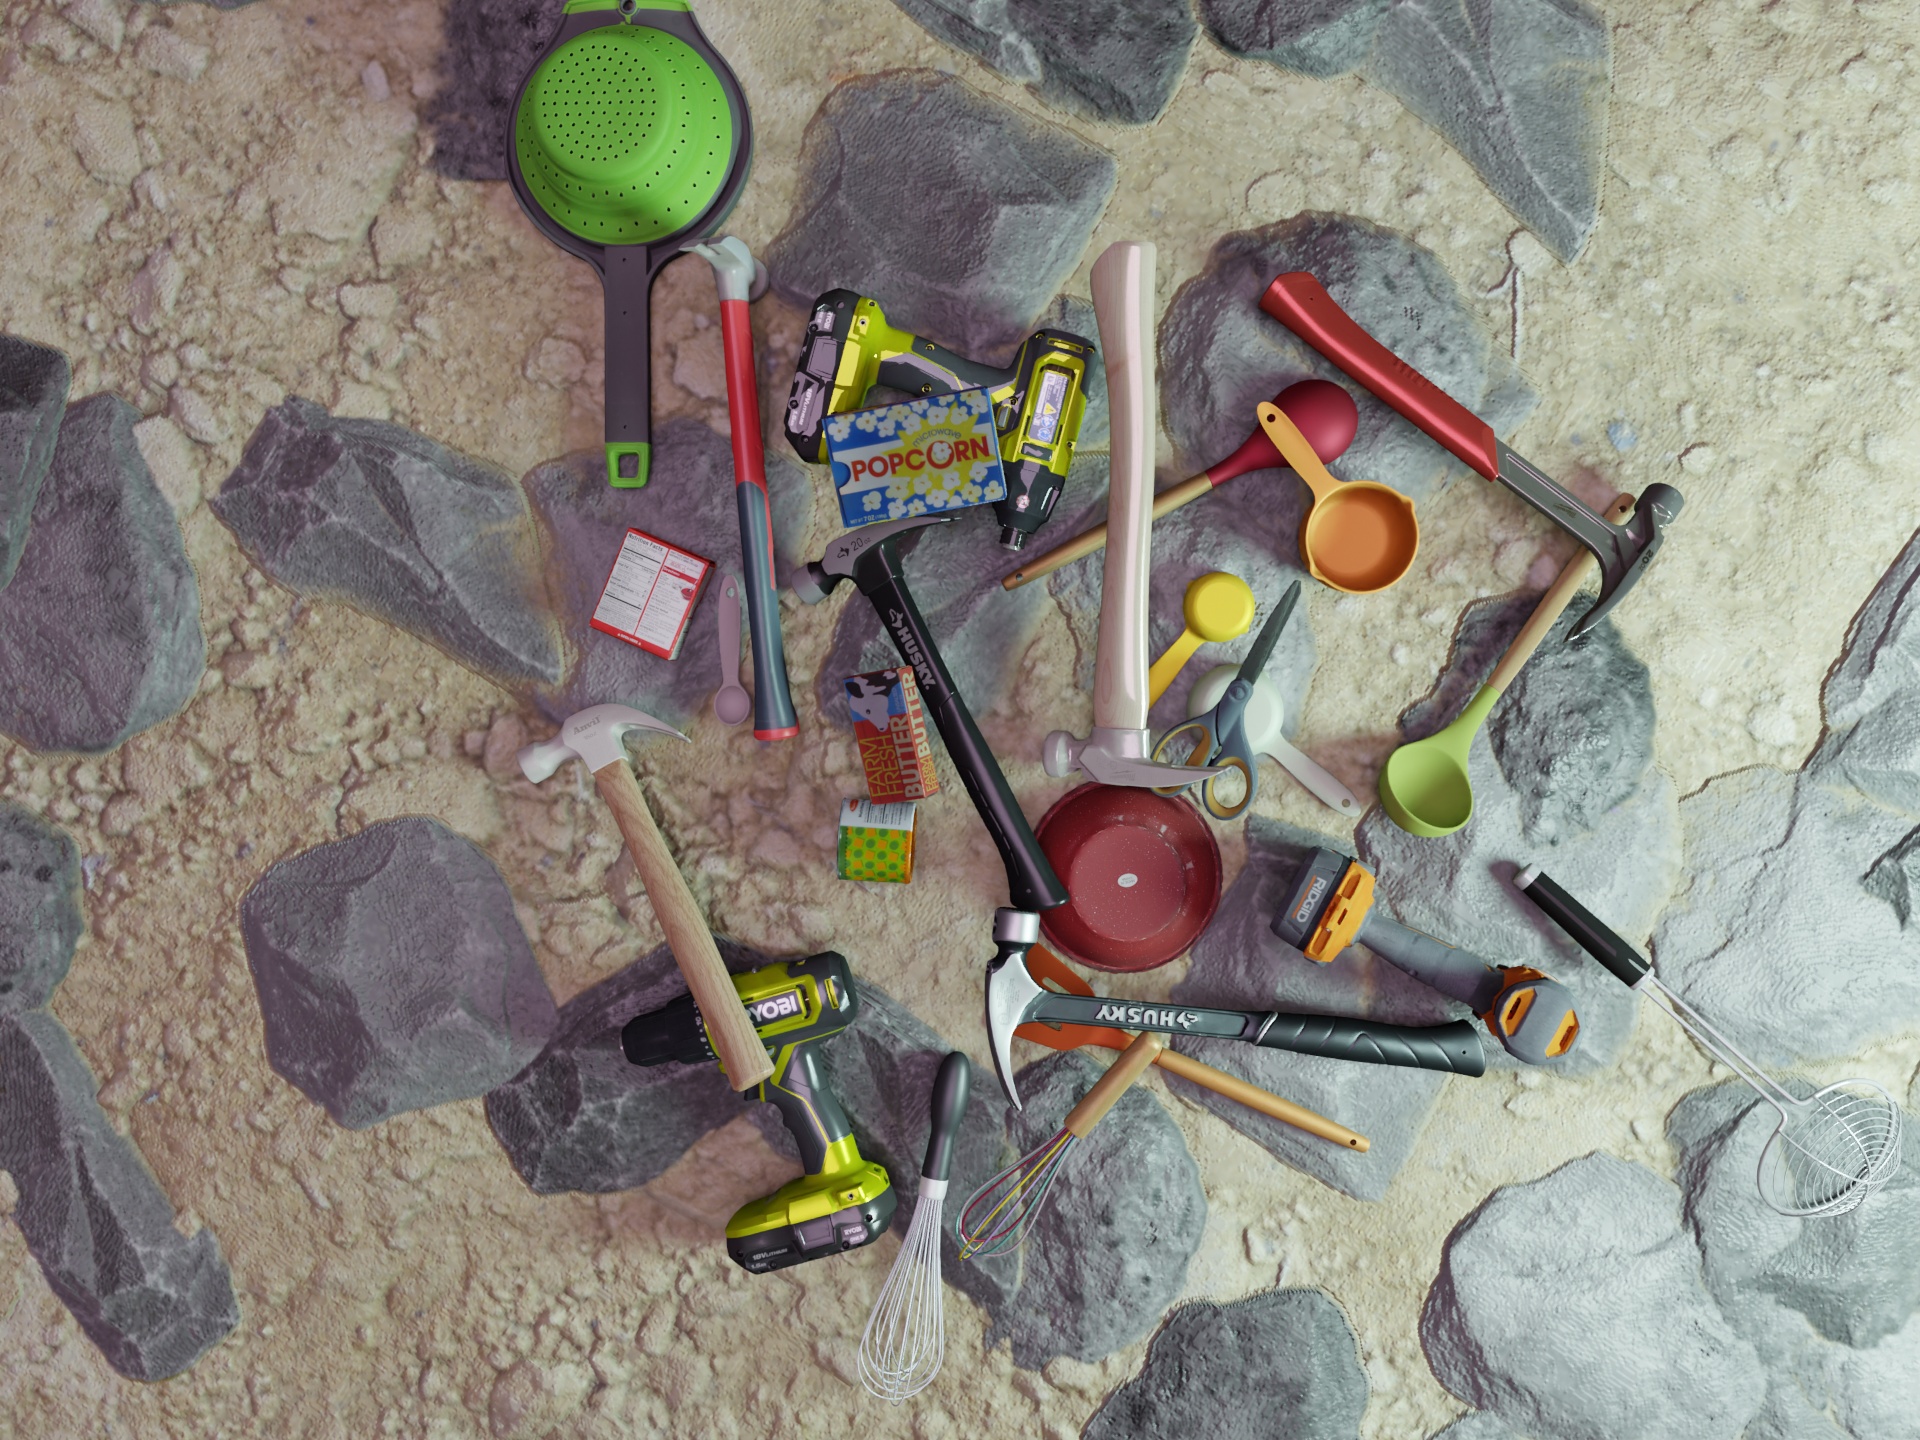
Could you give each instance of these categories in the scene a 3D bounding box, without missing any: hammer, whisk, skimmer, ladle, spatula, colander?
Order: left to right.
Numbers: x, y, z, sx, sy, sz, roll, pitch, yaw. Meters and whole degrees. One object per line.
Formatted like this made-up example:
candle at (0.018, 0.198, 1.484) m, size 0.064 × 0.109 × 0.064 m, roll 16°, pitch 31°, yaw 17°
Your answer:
colander at (-0.271, -0.386, 1.248) m, size 0.204 × 0.094 × 0.397 m, roll 0°, pitch 92°, yaw 3°
hammer at (-0.229, 0.134, 1.257) m, size 0.130 × 0.031 × 0.331 m, roll -29°, pitch 76°, yaw 2°
hammer at (-0.166, -0.175, 1.238) m, size 0.038 × 0.143 × 0.386 m, roll -4°, pitch 96°, yaw 7°
whisk at (-0.028, 0.408, 1.281) m, size 0.070 × 0.070 × 0.284 m, roll 11°, pitch 87°, yaw 2°
hammer at (-0.002, -0.004, 1.241) m, size 0.146 × 0.035 × 0.335 m, roll -29°, pitch 86°, yaw 27°
whisk at (0.076, 0.340, 1.268) m, size 0.047 × 0.051 × 0.245 m, roll 32°, pitch 102°, yaw -38°
hammer at (0.138, -0.153, 1.214) m, size 0.146 × 0.038 × 0.410 m, roll 4°, pitch 99°, yaw 25°
ladle at (0.174, -0.181, 1.268) m, size 0.315 × 0.031 × 0.069 m, roll -27°, pitch 90°, yaw 5°
spatula at (0.180, 0.277, 1.284) m, size 0.322 × 0.041 × 0.081 m, roll 24°, pitch 94°, yaw -2°
hammer at (0.216, 0.242, 1.231) m, size 0.409 × 0.036 × 0.149 m, roll 8°, pitch 84°, yaw -10°
hammer at (0.376, -0.221, 1.230) m, size 0.359 × 0.036 × 0.149 m, roll 39°, pitch 76°, yaw 6°
ladle at (0.436, -0.046, 1.244) m, size 0.078 × 0.062 × 0.320 m, roll 35°, pitch 91°, yaw 1°
skimmer at (0.581, 0.245, 1.259) m, size 0.363 × 0.090 × 0.127 m, roll 43°, pitch 96°, yaw 11°

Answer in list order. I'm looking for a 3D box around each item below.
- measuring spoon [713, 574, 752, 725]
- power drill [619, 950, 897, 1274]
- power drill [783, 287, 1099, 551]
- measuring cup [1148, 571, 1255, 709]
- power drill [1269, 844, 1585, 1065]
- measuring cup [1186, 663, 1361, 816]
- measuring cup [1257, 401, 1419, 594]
measuring spoon at (-0.183, -0.057, 1.296) m, size 0.034 × 0.018 × 0.124 m, roll -4°, pitch 85°, yaw 25°
power drill at (-0.158, 0.314, 1.275) m, size 0.190 × 0.080 × 0.228 m, roll -16°, pitch 88°, yaw 3°
power drill at (-0.019, -0.239, 1.251) m, size 0.223 × 0.080 × 0.171 m, roll 15°, pitch 92°, yaw -1°
measuring cup at (0.175, -0.053, 1.268) m, size 0.062 × 0.029 × 0.156 m, roll 40°, pitch 92°, yaw 1°
power drill at (0.356, 0.180, 1.217) m, size 0.226 × 0.164 × 0.084 m, roll 28°, pitch 93°, yaw 14°
measuring cup at (0.254, 0.022, 1.262) m, size 0.167 × 0.038 × 0.083 m, roll 40°, pitch 93°, yaw 3°
measuring cup at (0.284, -0.176, 1.246) m, size 0.095 × 0.052 × 0.173 m, roll -37°, pitch 91°, yaw 4°
